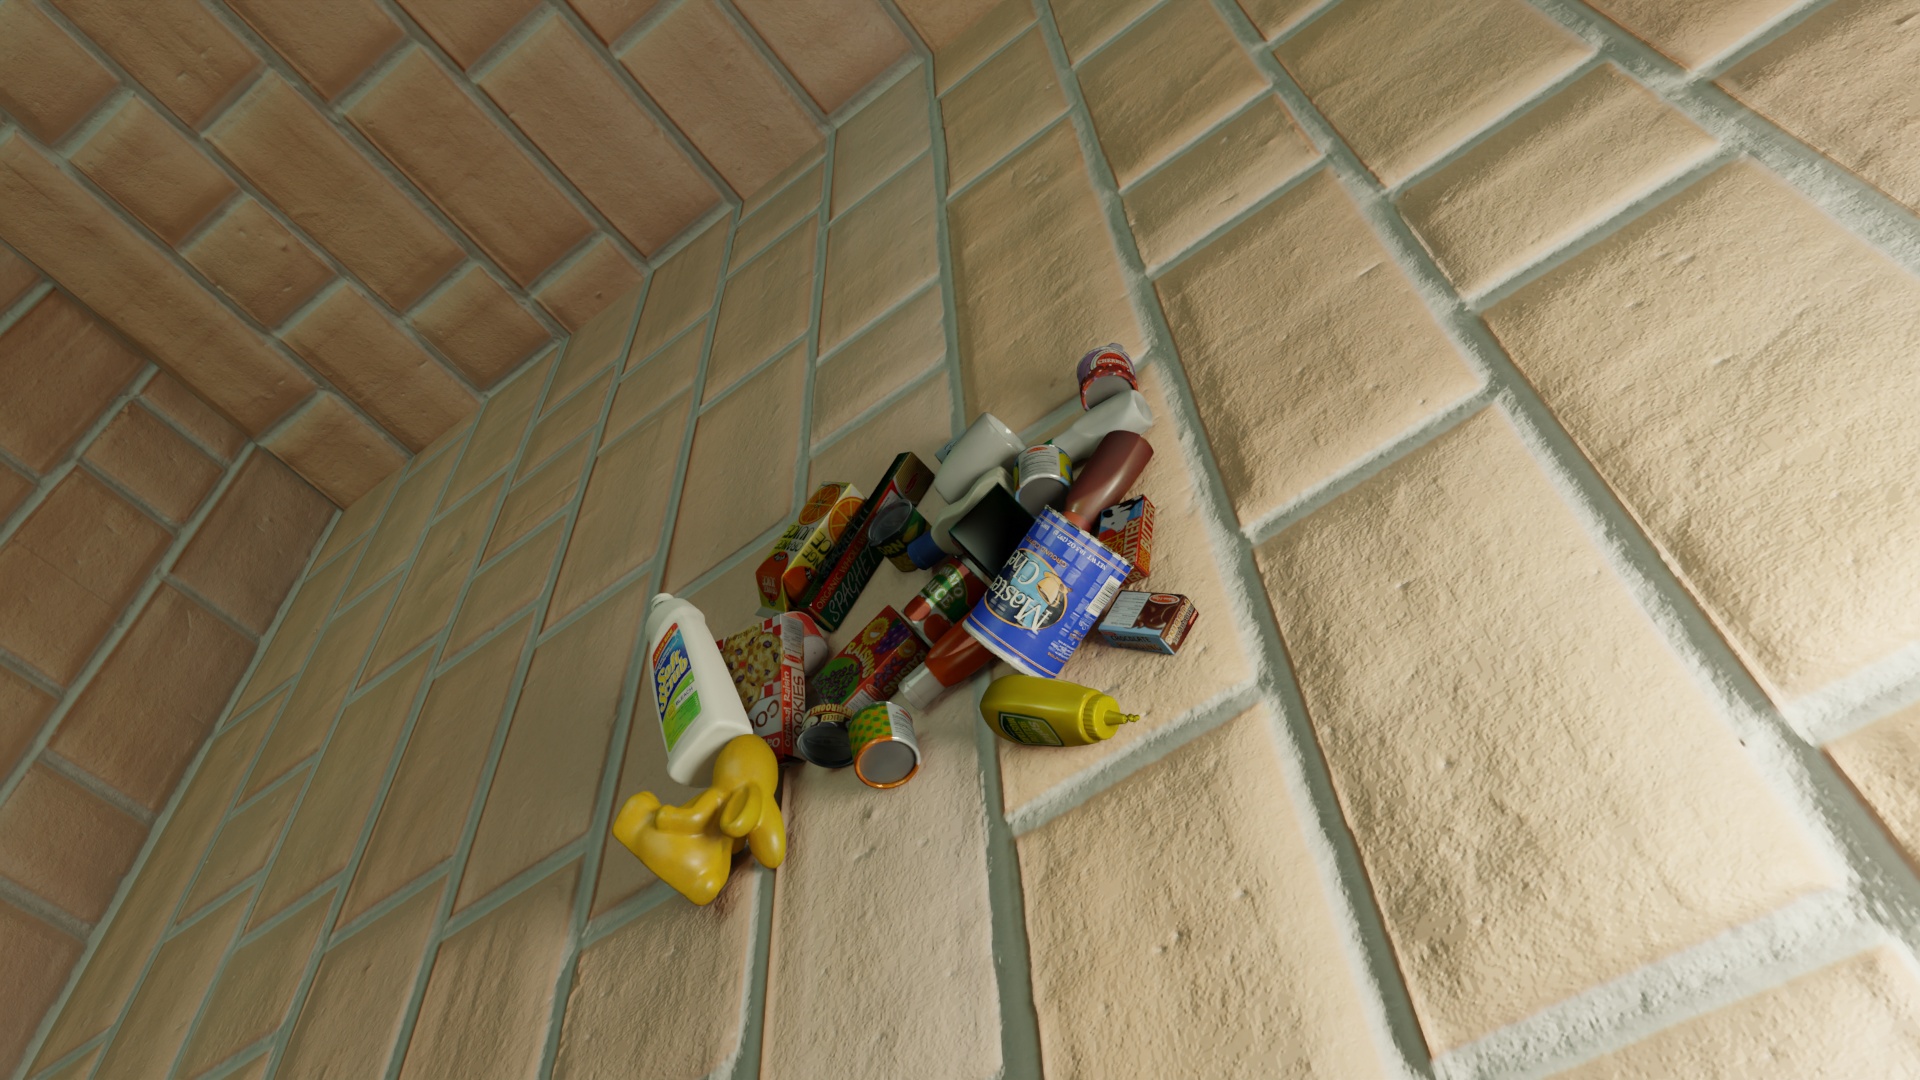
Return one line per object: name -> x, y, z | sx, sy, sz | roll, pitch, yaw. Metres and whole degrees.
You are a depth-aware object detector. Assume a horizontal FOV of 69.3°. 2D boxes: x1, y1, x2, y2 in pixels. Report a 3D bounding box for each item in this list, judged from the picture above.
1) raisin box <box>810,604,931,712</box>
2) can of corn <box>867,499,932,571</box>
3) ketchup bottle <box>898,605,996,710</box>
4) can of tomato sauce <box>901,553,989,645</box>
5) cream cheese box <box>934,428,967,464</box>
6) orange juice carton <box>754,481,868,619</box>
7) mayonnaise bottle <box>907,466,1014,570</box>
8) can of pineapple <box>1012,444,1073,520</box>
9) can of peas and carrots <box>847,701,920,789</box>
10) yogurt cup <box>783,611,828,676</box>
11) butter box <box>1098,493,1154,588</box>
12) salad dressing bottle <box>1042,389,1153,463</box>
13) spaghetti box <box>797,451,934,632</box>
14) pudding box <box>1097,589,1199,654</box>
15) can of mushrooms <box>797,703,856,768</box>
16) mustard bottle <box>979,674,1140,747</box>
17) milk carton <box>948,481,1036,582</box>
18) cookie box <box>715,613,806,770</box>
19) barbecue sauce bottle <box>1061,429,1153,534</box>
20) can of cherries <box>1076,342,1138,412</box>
raisin box -> -0.097, 0.138, 1.510 | 0.123, 0.040, 0.086 | -45, 29, -2
can of corn -> -0.068, -0.003, 1.640 | 0.071, 0.058, 0.071 | -30, 32, 21
ketchup bottle -> 0.002, 0.112, 1.419 | 0.149, 0.043, 0.065 | -41, 27, 4
can of tomato sauce -> -0.013, 0.067, 1.469 | 0.083, 0.071, 0.071 | -46, 29, -4
cream cheese box -> 0.009, -0.100, 1.708 | 0.053, 0.024, 0.104 | -42, 29, 0
orange juice carton -> -0.186, 0.021, 1.737 | 0.072, 0.073, 0.193 | 6, 55, 53
mayonnaise bottle -> 0.006, -0.020, 1.572 | 0.147, 0.064, 0.041 | -35, 19, 22
can of pineapple -> 0.091, -0.061, 1.518 | 0.071, 0.071, 0.058 | -30, 32, 22
can of peas and carrots -> -0.077, 0.204, 1.373 | 0.071, 0.071, 0.059 | -37, 30, 11
yogurt cup -> -0.189, 0.123, 1.619 | 0.072, 0.072, 0.054 | -47, 37, -6
butter box -> 0.163, 0.003, 1.385 | 0.053, 0.024, 0.104 | -24, 34, 31
salad dressing bottle -> 0.142, -0.115, 1.548 | 0.147, 0.044, 0.064 | -28, 34, 27
spaghetti box -> -0.114, -0.001, 1.701 | 0.028, 0.050, 0.251 | -4, 47, 51
pudding box -> 0.172, 0.075, 1.275 | 0.083, 0.030, 0.050 | 2, 51, 51
can of mushrooms -> -0.134, 0.201, 1.441 | 0.071, 0.071, 0.034 | -28, 31, 26
mustard bottle -> 0.091, 0.154, 1.237 | 0.160, 0.065, 0.049 | -3, 44, 44
milk carton -> 0.038, -0.003, 1.451 | 0.072, 0.073, 0.190 | -45, -3, -1
cookie box -> -0.231, 0.180, 1.558 | 0.122, 0.040, 0.168 | -23, 58, 32
barbecue sauce bottle -> 0.142, -0.048, 1.459 | 0.065, 0.043, 0.149 | 5, 55, 55
can of cherries -> 0.167, -0.180, 1.573 | 0.071, 0.071, 0.059 | -31, 32, 21
